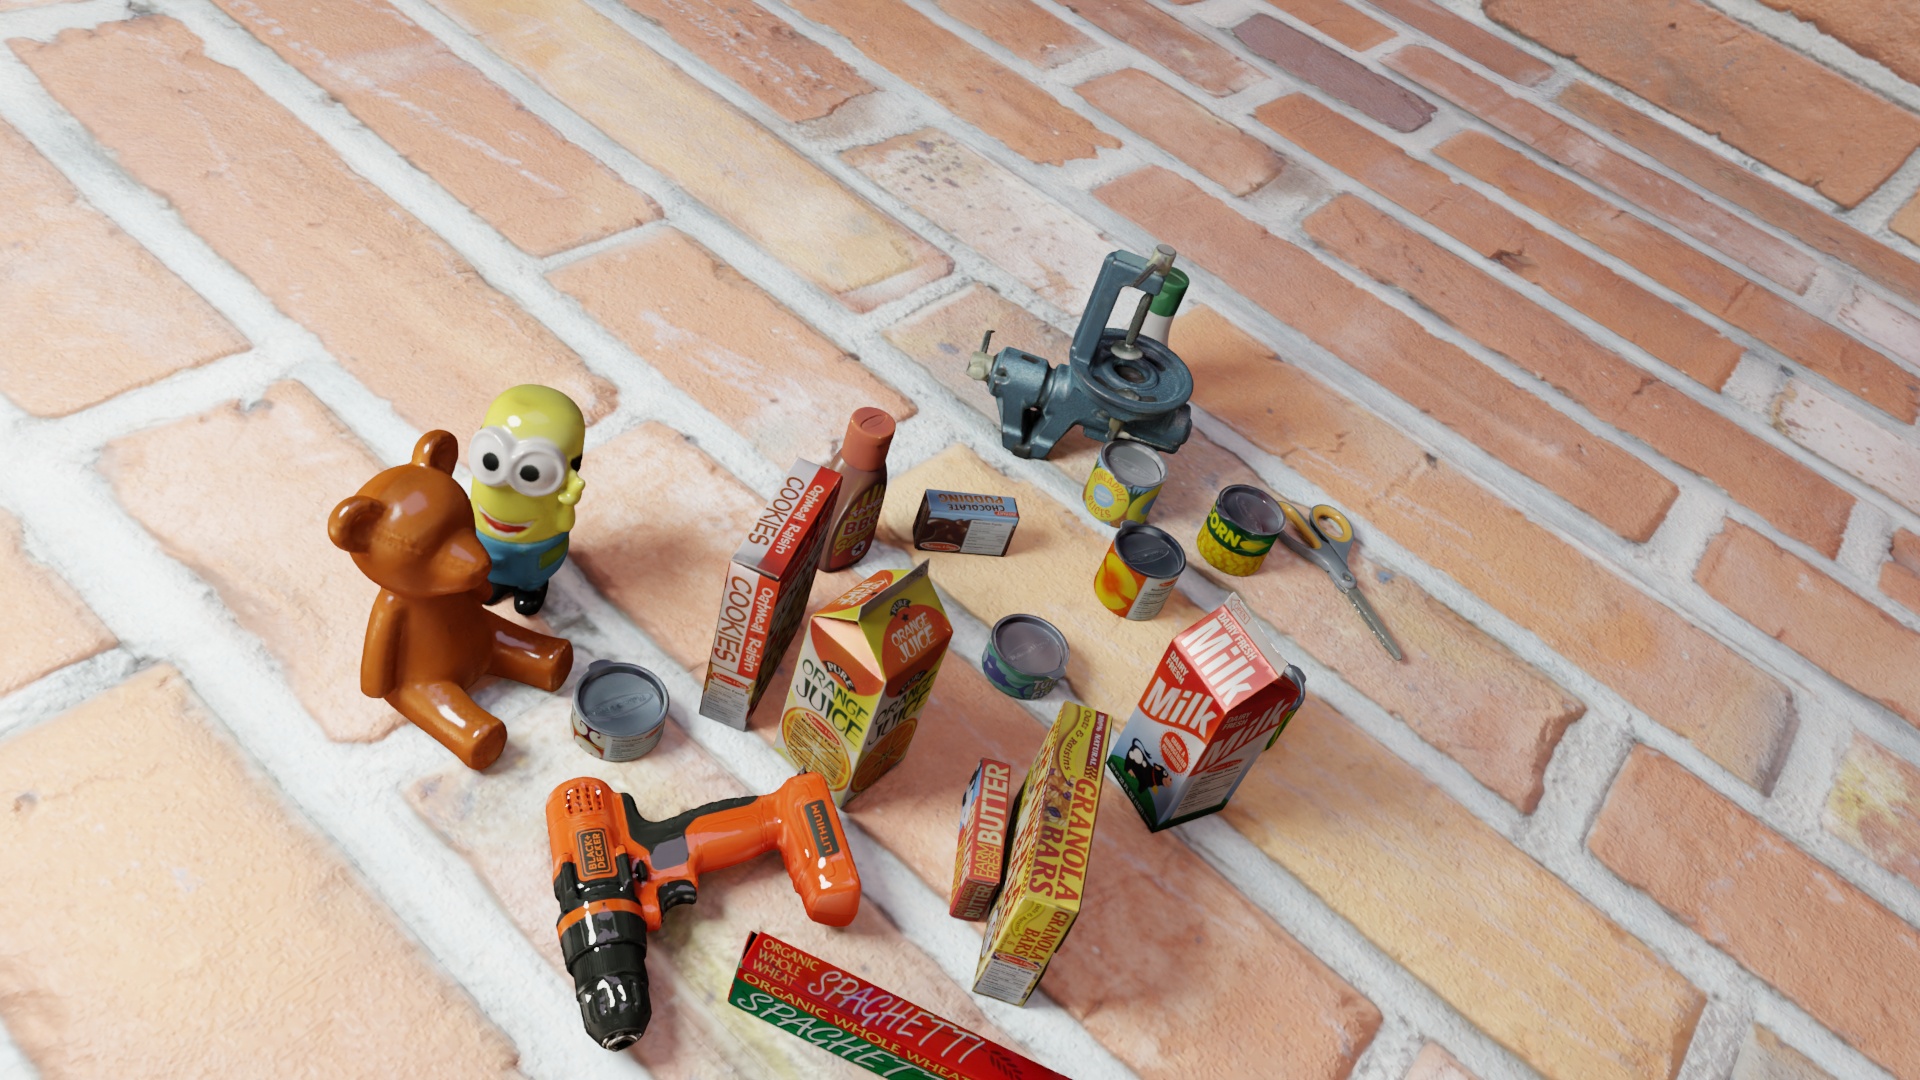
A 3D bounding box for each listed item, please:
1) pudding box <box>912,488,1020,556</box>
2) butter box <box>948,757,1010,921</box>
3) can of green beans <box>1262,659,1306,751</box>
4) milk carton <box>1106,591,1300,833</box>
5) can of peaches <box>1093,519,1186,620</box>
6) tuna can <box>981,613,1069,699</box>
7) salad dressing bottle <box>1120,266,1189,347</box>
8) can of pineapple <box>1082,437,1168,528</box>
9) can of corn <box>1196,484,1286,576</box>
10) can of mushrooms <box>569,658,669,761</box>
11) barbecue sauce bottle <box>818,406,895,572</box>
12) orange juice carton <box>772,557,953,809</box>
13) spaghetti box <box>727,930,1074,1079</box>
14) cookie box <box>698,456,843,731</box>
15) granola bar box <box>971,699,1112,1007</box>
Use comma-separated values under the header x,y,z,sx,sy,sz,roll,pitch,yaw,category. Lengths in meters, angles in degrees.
x,y,z,sx,sy,sz,roll,pitch,yaw,category
0.004,-0.015,1.206,0.084,0.049,0.030,4,44,-17,pudding box
0.014,0.209,0.974,0.024,0.052,0.104,15,42,-6,butter box
0.240,0.132,1.138,0.071,0.057,0.071,11,43,-10,can of green beans
0.183,0.126,1.023,0.074,0.189,0.072,-10,50,-29,milk carton
0.155,0.026,1.215,0.071,0.057,0.071,11,43,-10,can of peaches
0.054,0.096,1.123,0.071,0.032,0.071,11,43,-10,tuna can
0.188,-0.209,1.406,0.064,0.146,0.044,33,43,13,salad dressing bottle
0.152,-0.052,1.296,0.071,0.057,0.071,11,43,-10,can of pineapple
0.258,-0.009,1.291,0.071,0.058,0.071,11,43,-10,can of corn
-0.243,0.120,0.983,0.071,0.033,0.071,11,43,-10,can of mushrooms
-0.087,-0.042,1.126,0.044,0.147,0.065,40,46,21,barbecue sauce bottle
-0.066,0.092,0.961,0.073,0.191,0.072,39,45,19,orange juice carton
-0.025,0.313,0.853,0.250,0.049,0.029,24,42,4,spaghetti box
-0.137,0.040,1.008,0.040,0.166,0.123,22,42,2,cookie box
0.057,0.209,0.938,0.039,0.123,0.166,19,42,-1,granola bar box
